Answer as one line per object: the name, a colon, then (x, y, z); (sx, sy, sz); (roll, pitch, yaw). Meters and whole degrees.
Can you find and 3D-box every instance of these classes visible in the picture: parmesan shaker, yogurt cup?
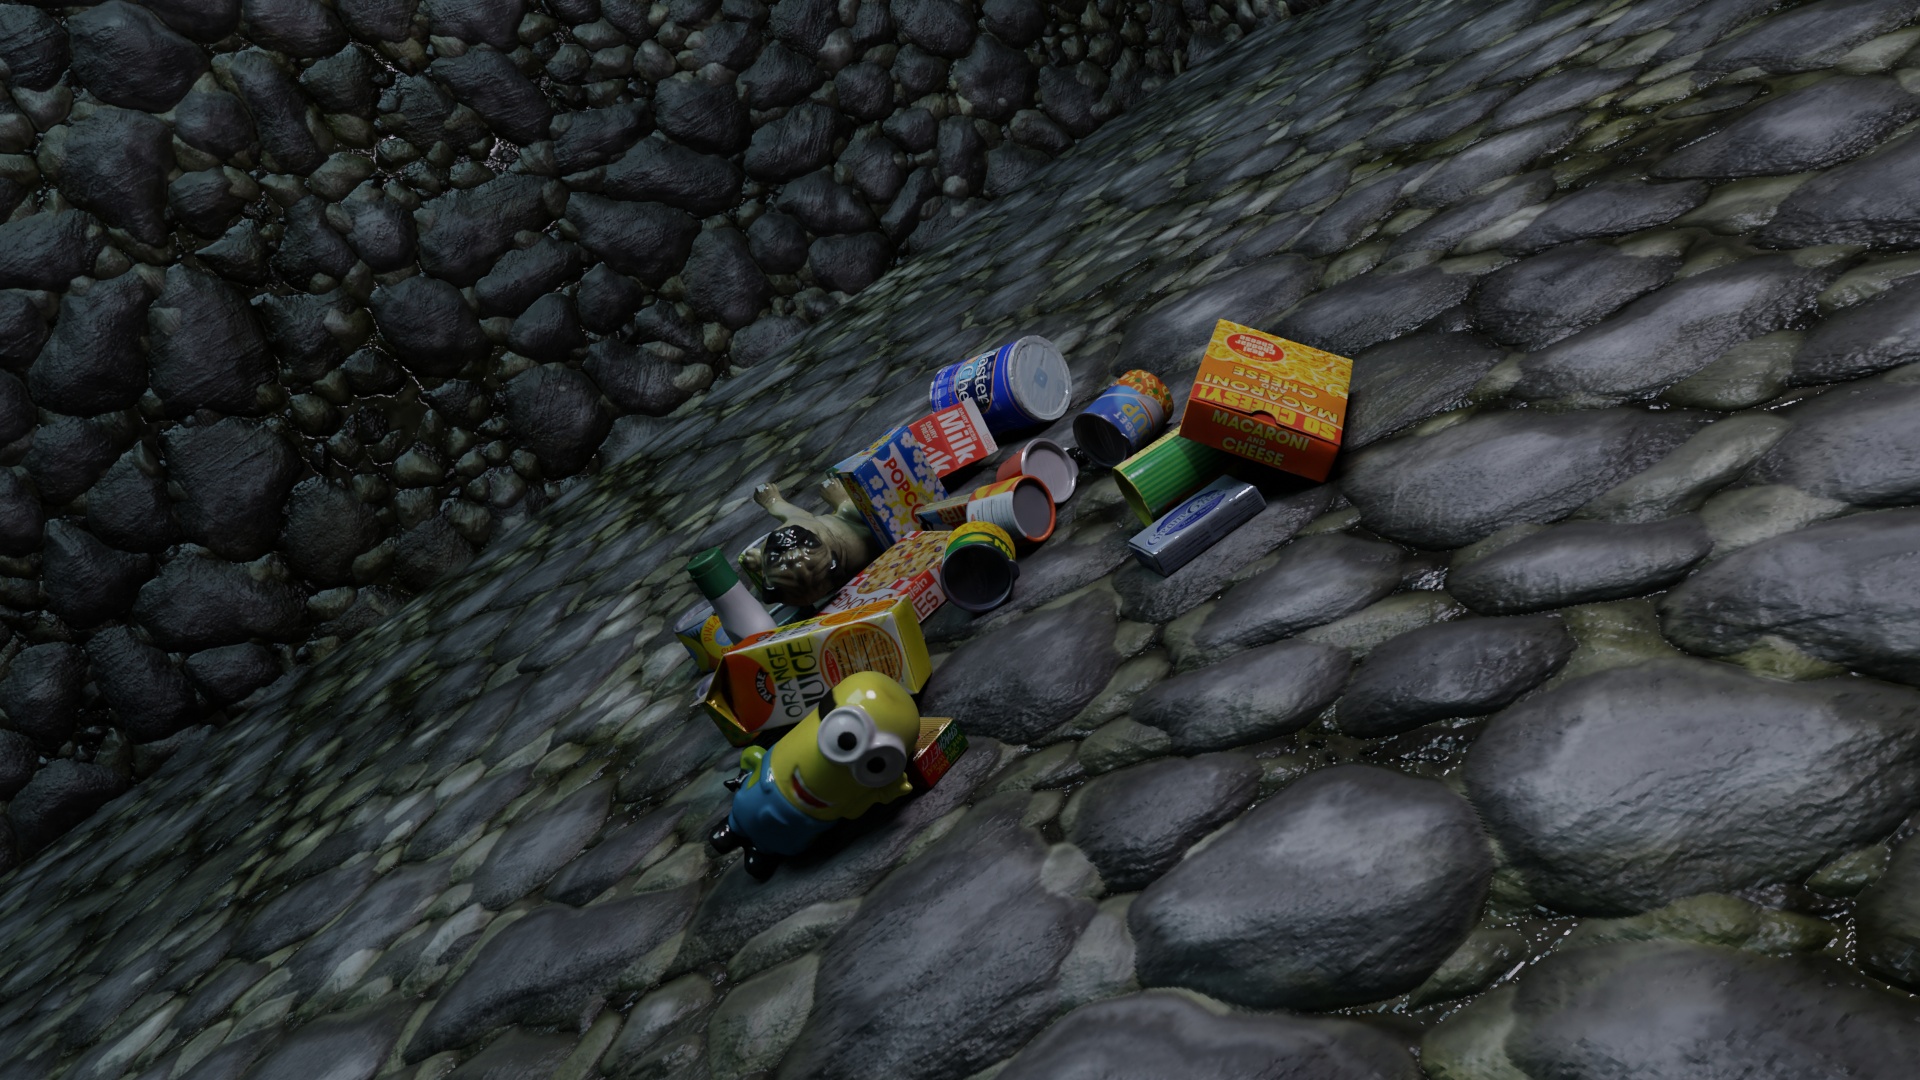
parmesan shaker: (0.190, -0.062, 1.179); (0.103, 0.071, 0.071); (-32, 18, -3)
yogurt cup: (0.072, -0.062, 1.381); (0.053, 0.072, 0.073); (-24, 18, 49)

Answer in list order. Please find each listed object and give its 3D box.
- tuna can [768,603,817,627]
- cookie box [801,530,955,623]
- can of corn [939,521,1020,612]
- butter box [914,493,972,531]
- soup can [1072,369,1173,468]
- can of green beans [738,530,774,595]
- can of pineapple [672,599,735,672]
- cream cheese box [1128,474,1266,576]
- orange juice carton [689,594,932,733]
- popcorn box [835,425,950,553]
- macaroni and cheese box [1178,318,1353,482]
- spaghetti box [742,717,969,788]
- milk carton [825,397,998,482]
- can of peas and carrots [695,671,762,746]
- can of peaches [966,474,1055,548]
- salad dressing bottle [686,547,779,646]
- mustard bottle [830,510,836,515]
tuna can: (-0.178, 0.089, 1.442); (0.071, 0.032, 0.071); (-29, 18, 10)
cookie box: (-0.069, 0.053, 1.344); (0.168, 0.040, 0.123); (-41, 20, -24)
can of corn: (0.019, 0.022, 1.245); (0.071, 0.071, 0.058); (-28, 18, 14)
butter box: (0.005, -0.017, 1.389); (0.103, 0.053, 0.024); (-12, 24, 45)
soup can: (0.165, -0.121, 1.379); (0.084, 0.071, 0.071); (-43, 21, -30)
can of green beans: (-0.217, 0.028, 1.623); (0.071, 0.057, 0.071); (-29, 18, 11)
can of pineapple: (-0.270, 0.102, 1.516); (0.071, 0.057, 0.071); (-29, 19, 11)
cream cheese box: (0.190, -0.013, 1.122); (0.104, 0.024, 0.053); (-34, 18, -7)
orange juice carton: (-0.129, 0.108, 1.165); (0.192, 0.073, 0.072); (-15, 7, 11)
popcorn box: (-0.062, -0.043, 1.447); (0.085, 0.126, 0.038); (-42, 24, -27)
macaroni and cheese box: (0.256, -0.121, 1.155); (0.124, 0.040, 0.167); (19, 34, 8)
spaghetti box: (-0.090, 0.165, 1.108); (0.249, 0.028, 0.050); (-8, 30, 51)
milk carton: (-0.053, -0.094, 1.621); (0.190, 0.072, 0.073); (-27, -2, 17)
can of peas and carrots: (-0.203, 0.149, 1.286); (0.071, 0.058, 0.071); (-29, 18, 10)
can of peaches: (0.050, -0.026, 1.319); (0.058, 0.071, 0.071); (-14, 25, 43)
salad dressing bottle: (-0.209, 0.075, 1.342); (0.044, 0.147, 0.064); (-41, 20, -25)
mustard bottle: (-0.110, -0.023, 1.580); (0.160, 0.065, 0.049); (-32, 26, 19)
